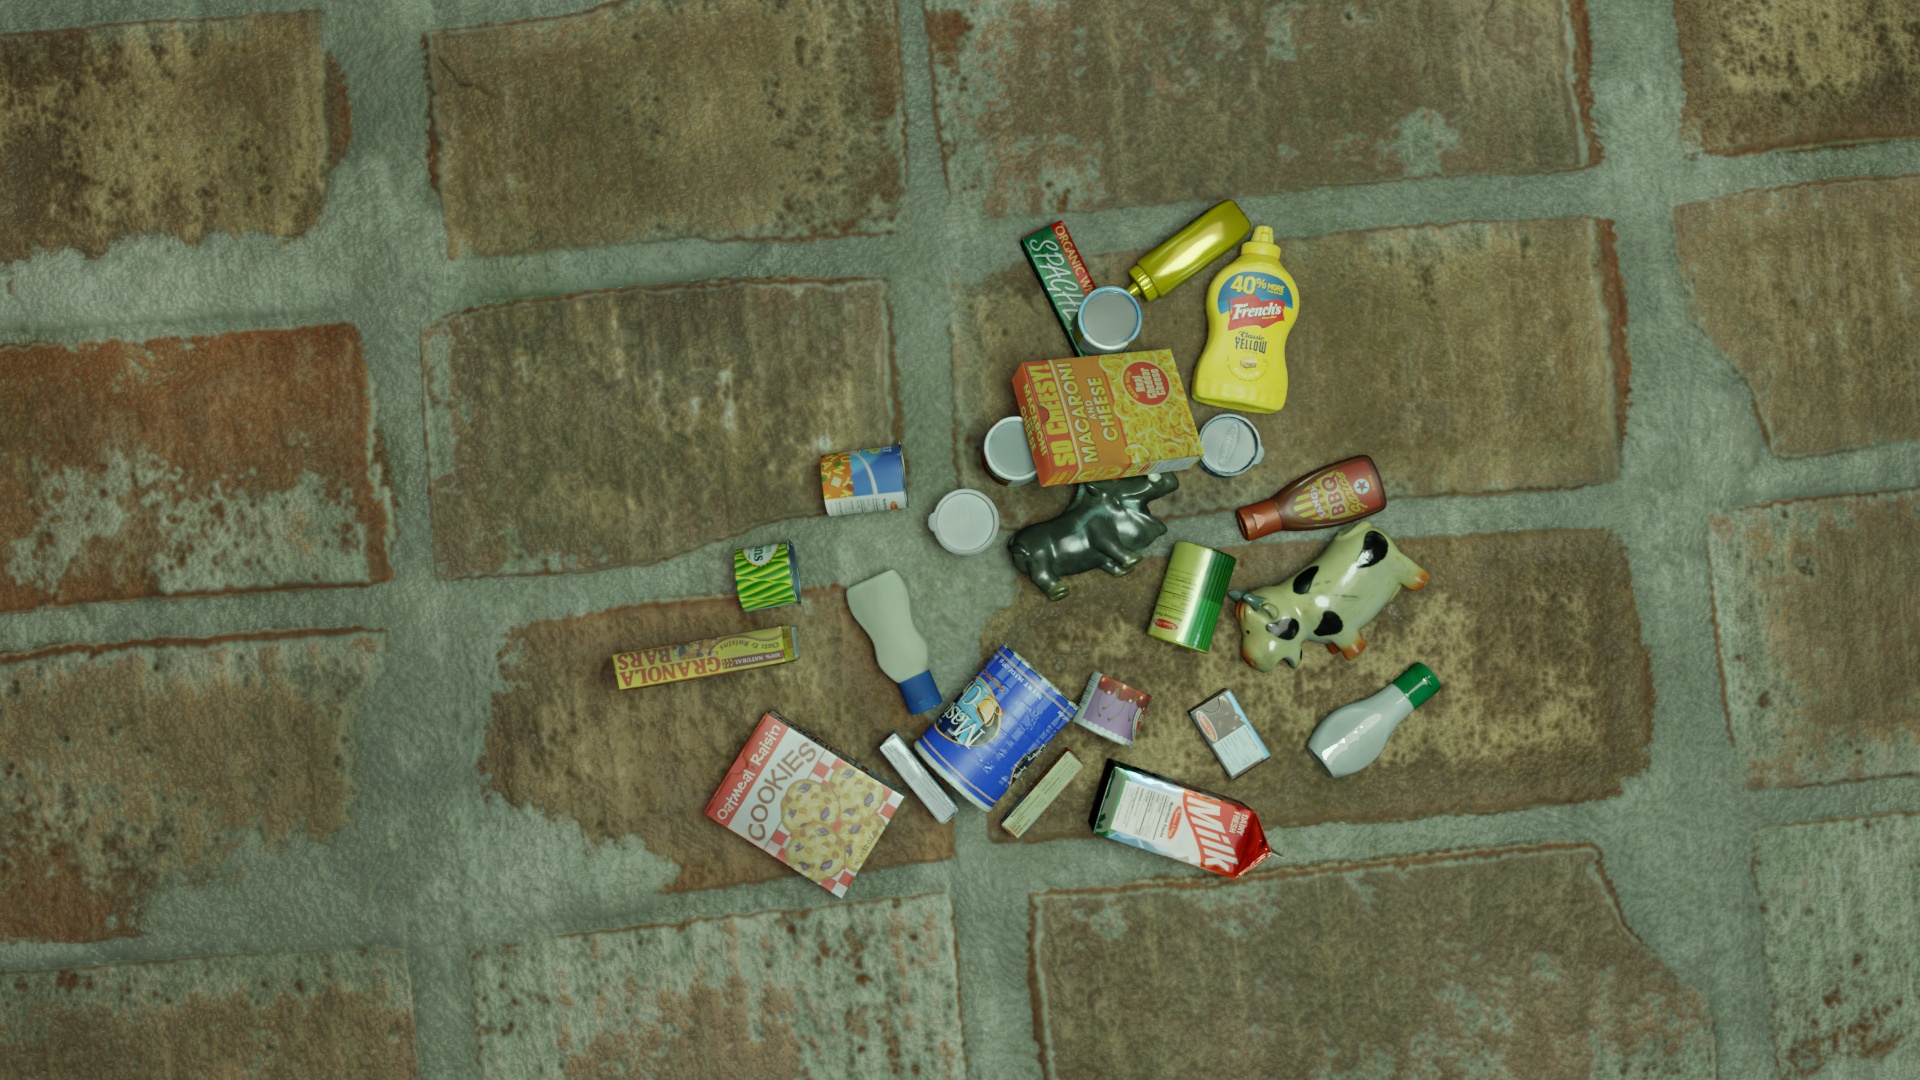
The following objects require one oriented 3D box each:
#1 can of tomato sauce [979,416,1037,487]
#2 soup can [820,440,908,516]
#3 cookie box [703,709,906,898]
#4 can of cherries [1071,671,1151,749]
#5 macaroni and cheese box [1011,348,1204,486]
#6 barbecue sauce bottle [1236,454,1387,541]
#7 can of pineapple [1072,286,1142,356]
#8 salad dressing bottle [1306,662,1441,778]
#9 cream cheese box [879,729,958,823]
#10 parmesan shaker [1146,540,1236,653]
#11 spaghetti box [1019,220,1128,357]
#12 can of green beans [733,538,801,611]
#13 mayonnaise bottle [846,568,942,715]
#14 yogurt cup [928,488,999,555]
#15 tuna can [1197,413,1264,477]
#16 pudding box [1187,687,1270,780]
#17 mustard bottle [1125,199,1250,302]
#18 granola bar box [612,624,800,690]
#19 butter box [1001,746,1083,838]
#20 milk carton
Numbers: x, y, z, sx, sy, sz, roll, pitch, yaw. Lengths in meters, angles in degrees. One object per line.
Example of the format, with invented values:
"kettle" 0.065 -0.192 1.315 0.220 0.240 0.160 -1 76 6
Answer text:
"can of tomato sauce" 0.054 -0.092 1.430 0.071 0.083 0.071 0 88 -1
"soup can" -0.099 -0.064 1.437 0.084 0.071 0.071 -6 88 0
"cookie box" -0.159 0.270 1.432 0.167 0.040 0.123 32 88 1
"can of cherries" 0.158 0.174 1.427 0.071 0.071 0.058 24 86 1
"macaroni and cheese box" 0.148 -0.125 1.392 0.167 0.040 0.124 -8 70 -20
"barbecue sauce bottle" 0.364 -0.039 1.450 0.148 0.043 0.065 -18 89 -1
"can of pineapple" 0.150 -0.224 1.419 0.071 0.058 0.071 0 87 -1
"salad dressing bottle" 0.430 0.185 1.440 0.148 0.044 0.064 -37 86 -3
"cream cheese box" -0.043 0.243 1.428 0.024 0.053 0.104 -40 88 -3
"parmesan shaker" 0.241 0.059 1.431 0.071 0.071 0.103 18 87 0
"spaghetti box" 0.138 -0.217 1.464 0.050 0.028 0.250 -26 88 -2
"can of green beans" -0.198 0.037 1.431 0.058 0.071 0.071 -8 88 0
"mayonnaise bottle" -0.064 0.107 1.442 0.065 0.041 0.148 -23 89 0
"yogurt cup" 0.005 -0.018 1.441 0.072 0.054 0.072 0 88 0
"tuna can" 0.281 -0.098 1.457 0.071 0.033 0.071 0 87 0
"pudding box" 0.279 0.200 1.444 0.050 0.030 0.083 -32 88 -1
"mustard bottle" 0.226 -0.294 1.452 0.160 0.065 0.049 -35 92 3
"granola bar box" -0.251 0.118 1.397 0.166 0.124 0.039 -10 87 -1
"butter box" 0.085 0.259 1.429 0.024 0.053 0.103 42 87 4
"milk carton" 0.233 0.289 1.419 0.191 0.072 0.073 18 88 2
